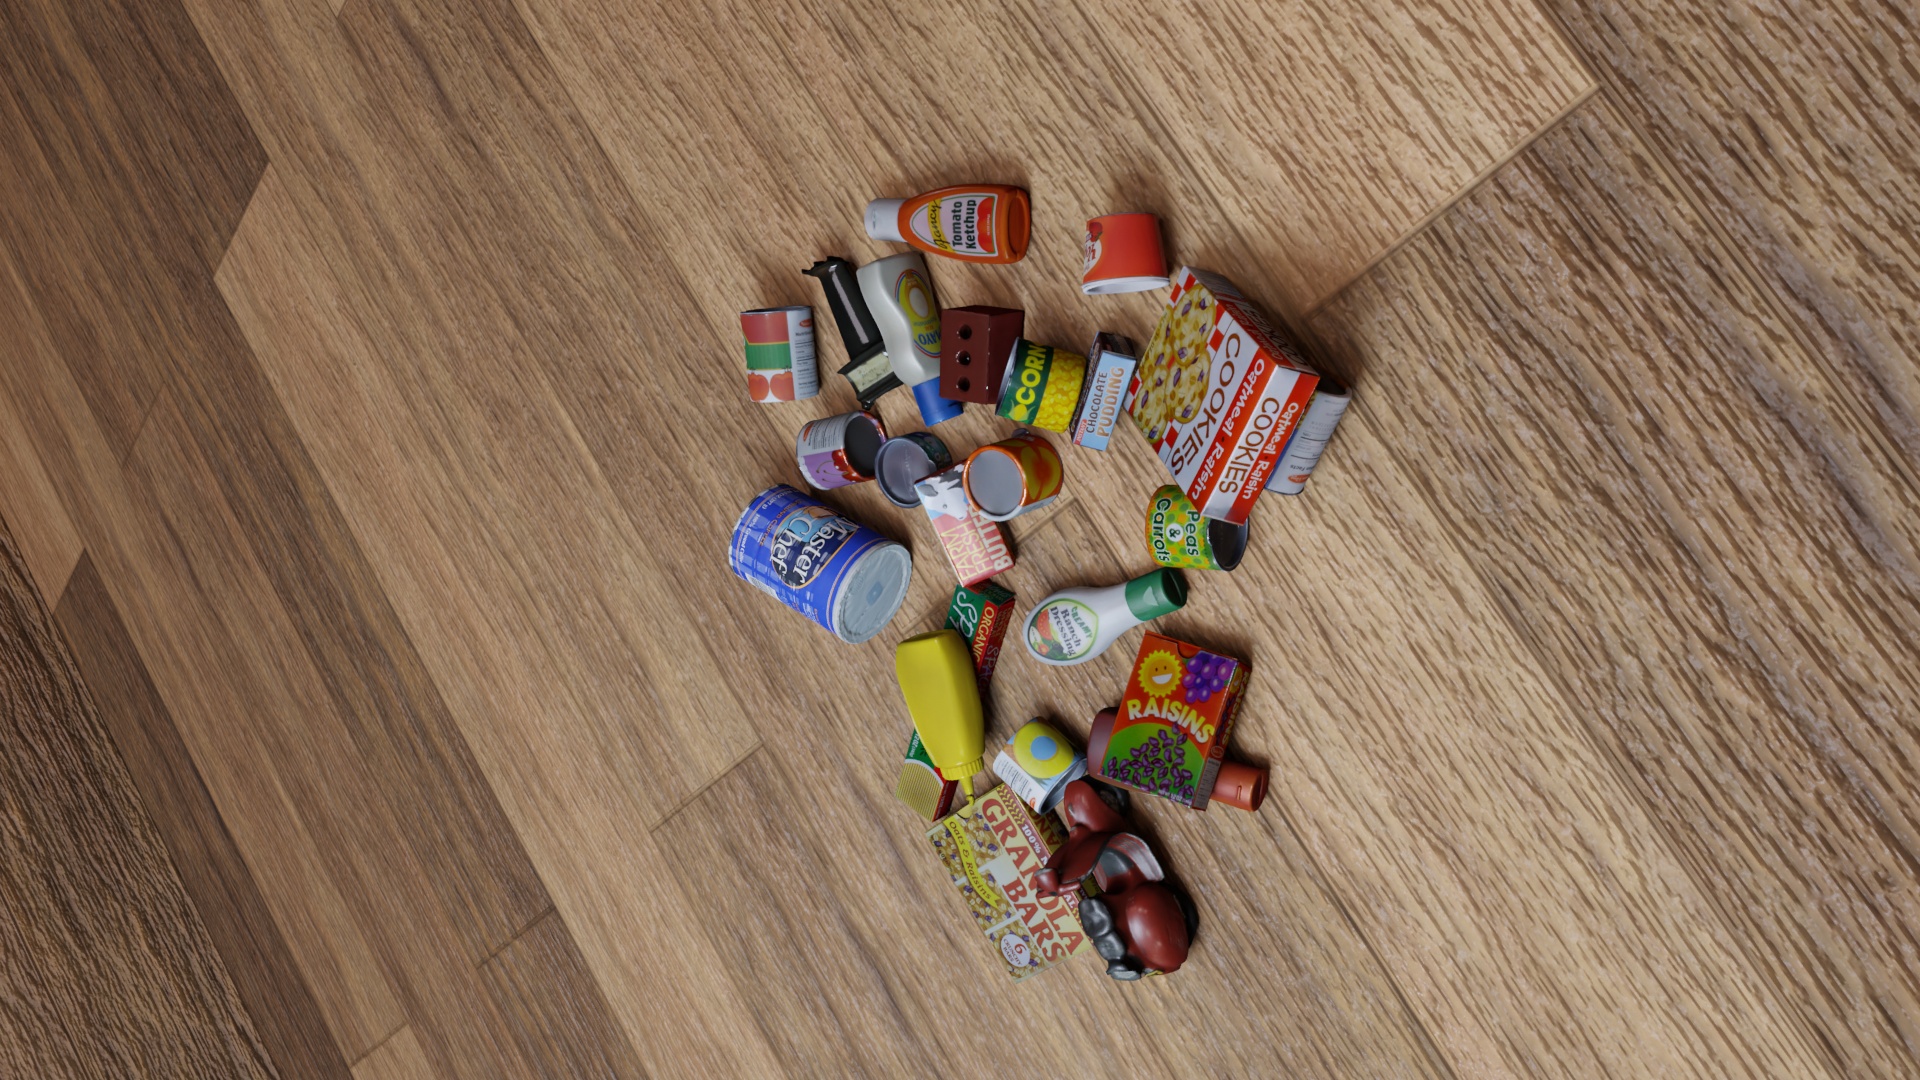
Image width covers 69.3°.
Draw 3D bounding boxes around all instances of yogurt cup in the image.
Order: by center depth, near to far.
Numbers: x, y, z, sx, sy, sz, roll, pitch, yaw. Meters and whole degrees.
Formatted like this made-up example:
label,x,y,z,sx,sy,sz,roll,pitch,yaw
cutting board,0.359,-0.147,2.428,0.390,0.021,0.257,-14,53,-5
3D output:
label,x,y,z,sx,sy,sz,roll,pitch,yaw
yogurt cup,0.126,-0.220,1.066,0.072,0.072,0.054,-2,94,37

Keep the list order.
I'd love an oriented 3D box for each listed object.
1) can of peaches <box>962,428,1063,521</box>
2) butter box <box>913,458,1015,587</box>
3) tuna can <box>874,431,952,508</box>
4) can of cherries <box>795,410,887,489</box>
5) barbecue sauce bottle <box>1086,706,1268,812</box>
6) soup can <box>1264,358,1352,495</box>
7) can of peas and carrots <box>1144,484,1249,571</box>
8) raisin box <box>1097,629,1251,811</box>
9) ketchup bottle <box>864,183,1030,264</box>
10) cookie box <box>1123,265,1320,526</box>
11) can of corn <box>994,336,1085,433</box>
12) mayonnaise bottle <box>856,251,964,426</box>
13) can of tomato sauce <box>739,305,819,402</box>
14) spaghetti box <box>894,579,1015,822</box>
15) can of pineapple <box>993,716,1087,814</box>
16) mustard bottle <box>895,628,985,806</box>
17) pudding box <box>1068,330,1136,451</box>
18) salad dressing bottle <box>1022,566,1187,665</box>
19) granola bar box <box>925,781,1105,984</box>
label,x,y,z,sx,sy,sz,roll,pitch,yaw
can of peaches,0.043,-0.056,1.175,0.071,0.058,0.071,11,110,34
butter box,0.004,-0.015,1.212,0.053,0.024,0.103,-24,100,9
tuna can,-0.040,-0.064,1.250,0.071,0.033,0.071,11,109,34
can of cherries,-0.106,-0.082,1.277,0.058,0.072,0.071,-10,97,37
barbecue sauce bottle,0.178,0.186,1.149,0.148,0.044,0.064,13,103,33
soup can,0.236,-0.087,1.017,0.071,0.071,0.083,35,120,24
can of peas and carrots,0.182,-0.010,1.075,0.058,0.071,0.070,4,105,37
raisin box,0.171,0.144,1.113,0.086,0.040,0.123,16,83,34
ketchup bottle,-0.013,-0.268,1.168,0.149,0.044,0.064,11,109,35
cookie box,0.185,-0.108,1.010,0.168,0.040,0.122,-114,39,-53
can of corn,0.065,-0.125,1.120,0.058,0.071,0.070,16,116,-4
mayonnaise bottle,-0.038,-0.174,1.203,0.041,0.065,0.148,-16,96,43
can of tomato sauce,-0.170,-0.175,1.296,0.071,0.071,0.083,5,106,36
spaghetti box,-0.007,0.149,1.287,0.050,0.029,0.248,30,119,26
can of pineapple,0.072,0.196,1.219,0.058,0.071,0.070,41,123,22
mustard bottle,-0.010,0.161,1.242,0.065,0.049,0.160,-10,97,36
pudding box,0.113,-0.120,1.108,0.030,0.050,0.083,14,117,-6
salad dressing bottle,0.120,0.061,1.158,0.147,0.044,0.064,-25,86,38
granola bar box,0.056,0.310,1.277,0.123,0.039,0.165,-40,78,37
